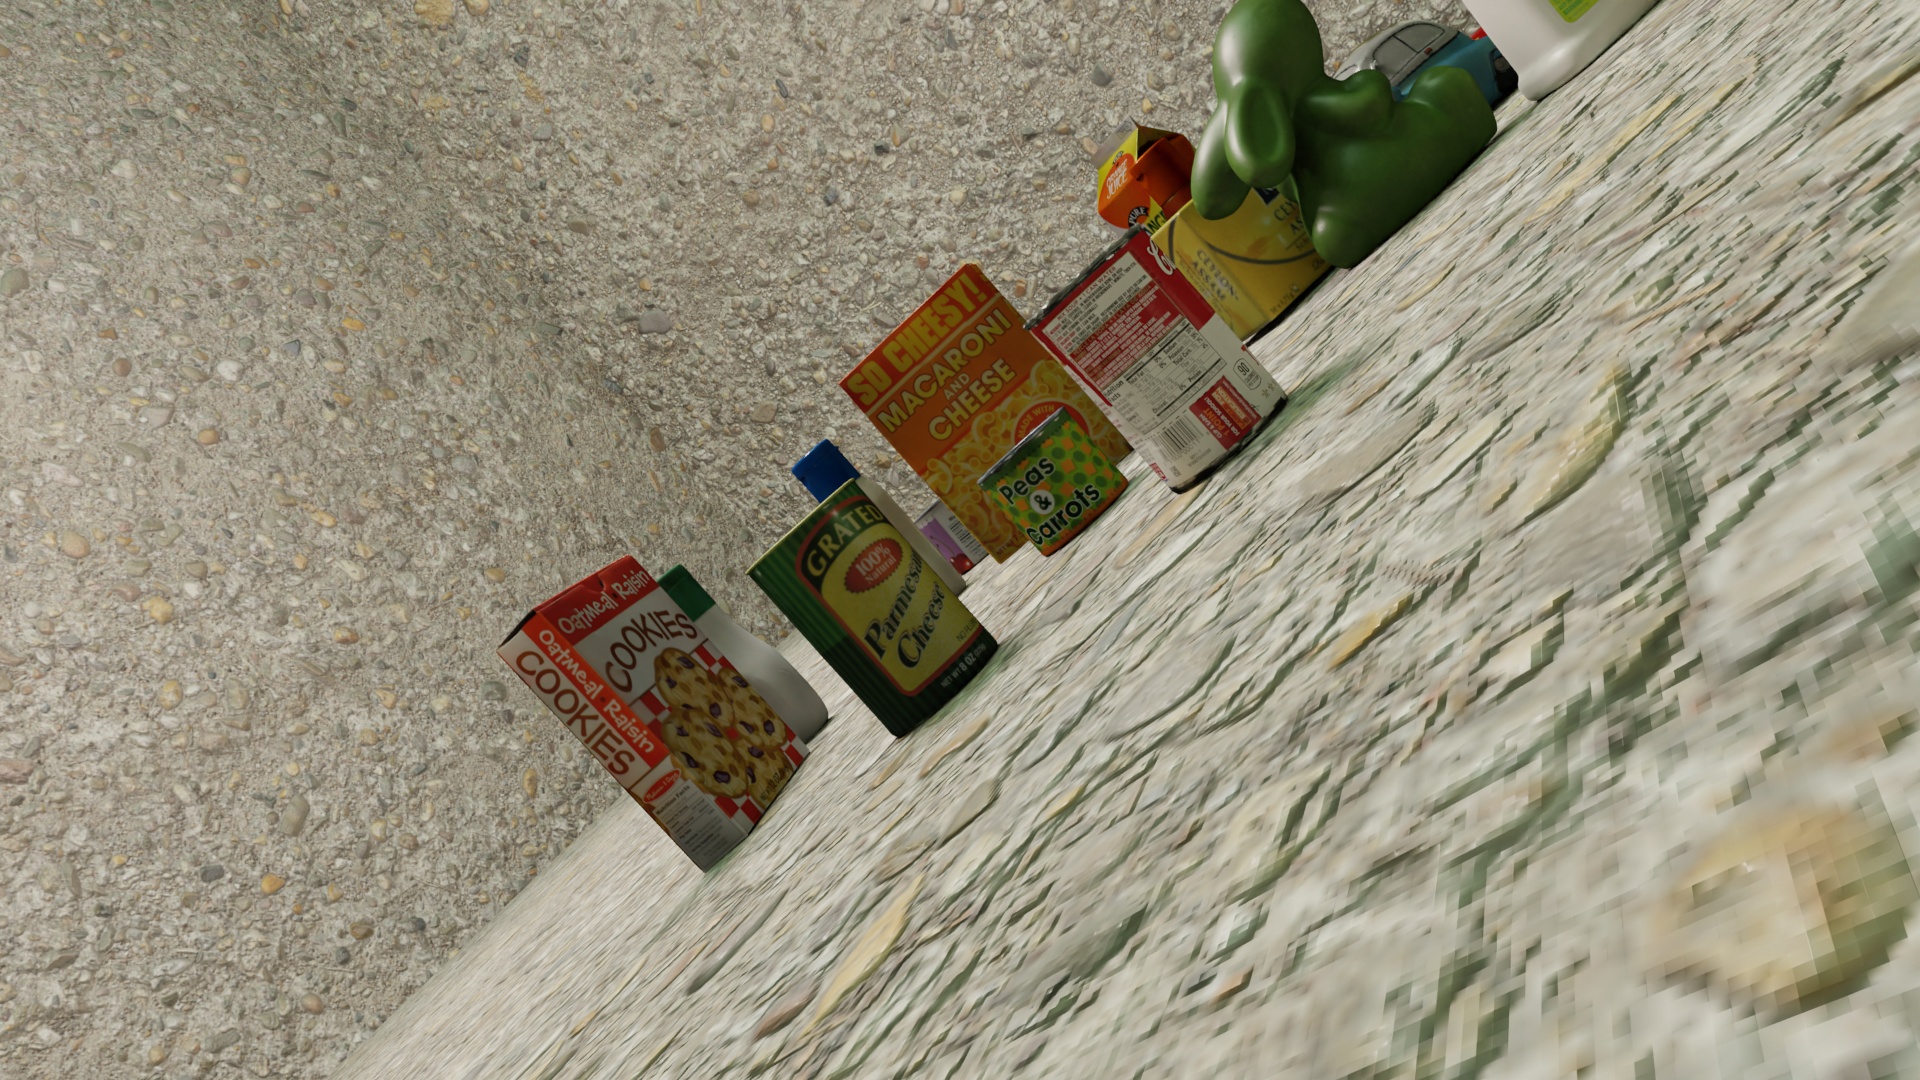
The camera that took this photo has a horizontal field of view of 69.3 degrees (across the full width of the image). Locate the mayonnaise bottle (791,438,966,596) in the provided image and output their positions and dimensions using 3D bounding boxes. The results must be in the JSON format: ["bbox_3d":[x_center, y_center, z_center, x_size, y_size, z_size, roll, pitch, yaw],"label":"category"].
[{"bbox_3d":[-0.061,-0.008,1.012,0.041,0.148,0.064,-43,3,-24],"label":"mayonnaise bottle"}]

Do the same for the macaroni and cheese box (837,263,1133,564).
[{"bbox_3d":[0.018,-0.087,0.949,0.123,0.166,0.040,-41,3,12],"label":"macaroni and cheese box"}]

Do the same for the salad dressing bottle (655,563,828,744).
[{"bbox_3d":[-0.154,0.081,0.941,0.064,0.147,0.044,-39,4,47],"label":"salad dressing bottle"}]

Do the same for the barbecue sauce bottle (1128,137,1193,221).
[{"bbox_3d":[0.188,-0.234,1.037,0.044,0.148,0.065,-43,3,-11],"label":"barbecue sauce bottle"}]

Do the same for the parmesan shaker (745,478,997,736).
[{"bbox_3d":[-0.038,0.029,0.641,0.071,0.103,0.071,-42,3,3],"label":"parmesan shaker"}]

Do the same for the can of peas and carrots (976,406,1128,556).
[{"bbox_3d":[0.052,-0.033,0.787,0.071,0.058,0.071,-42,3,3],"label":"can of peas and carrots"}]

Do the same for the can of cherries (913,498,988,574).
[{"bbox_3d":[0.004,-0.014,1.119,0.071,0.058,0.071,-42,3,3],"label":"can of cherries"}]

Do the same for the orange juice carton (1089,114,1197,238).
[{"bbox_3d":[0.193,-0.282,1.219,0.073,0.192,0.071,-44,3,-30],"label":"orange juice carton"}]

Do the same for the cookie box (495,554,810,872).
[{"bbox_3d":[-0.171,0.093,0.802,0.040,0.167,0.123,-41,3,17],"label":"cookie box"}]

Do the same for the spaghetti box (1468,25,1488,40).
[{"bbox_3d":[0.423,-0.387,1.144,0.029,0.050,0.249,-43,4,-25],"label":"spaghetti box"}]
